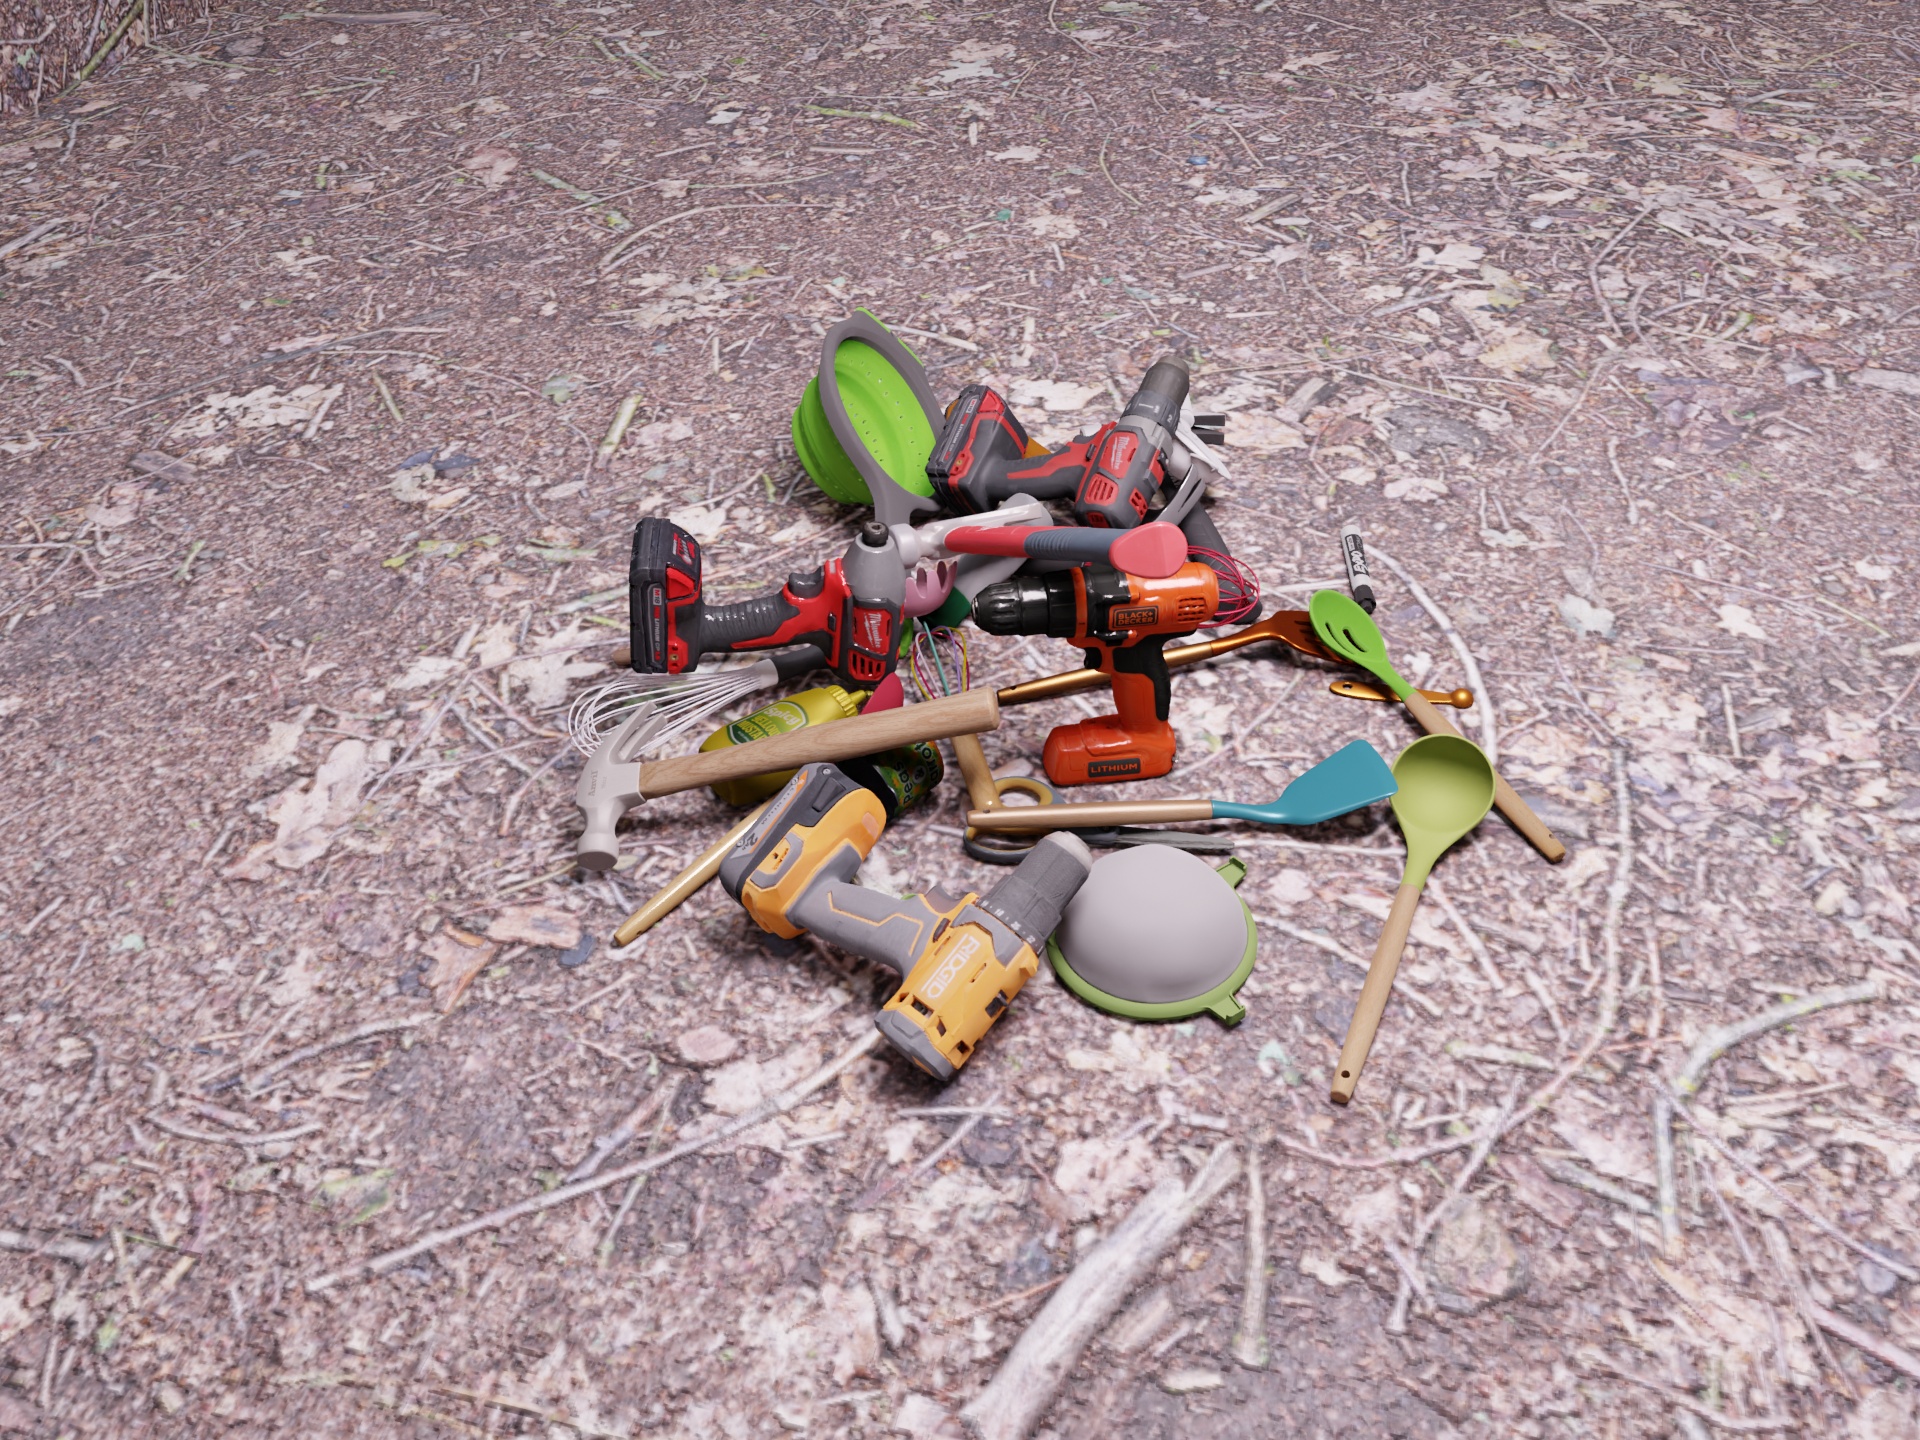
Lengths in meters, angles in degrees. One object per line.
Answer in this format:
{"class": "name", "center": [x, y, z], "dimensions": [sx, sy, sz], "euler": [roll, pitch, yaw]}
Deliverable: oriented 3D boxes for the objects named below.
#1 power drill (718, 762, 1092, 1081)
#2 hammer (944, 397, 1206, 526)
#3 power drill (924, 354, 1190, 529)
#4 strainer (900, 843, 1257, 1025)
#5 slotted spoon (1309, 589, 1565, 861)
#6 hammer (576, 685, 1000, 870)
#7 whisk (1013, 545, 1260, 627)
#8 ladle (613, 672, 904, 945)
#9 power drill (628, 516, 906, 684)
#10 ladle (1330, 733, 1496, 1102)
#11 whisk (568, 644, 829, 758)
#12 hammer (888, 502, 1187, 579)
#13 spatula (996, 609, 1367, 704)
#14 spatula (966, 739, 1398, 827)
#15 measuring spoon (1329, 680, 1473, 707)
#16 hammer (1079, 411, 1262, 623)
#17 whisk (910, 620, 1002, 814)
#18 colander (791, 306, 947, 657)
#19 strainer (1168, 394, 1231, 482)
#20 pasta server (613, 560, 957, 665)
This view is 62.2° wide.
{"class": "power drill", "center": [-0.035, 0.115, 1.100], "dimensions": [0.226, 0.084, 0.185], "euler": [32, 75, 33]}
{"class": "hammer", "center": [0.092, -0.253, 1.564], "dimensions": [0.127, 0.034, 0.337], "euler": [-46, 46, -3]}
{"class": "power drill", "center": [0.099, -0.264, 1.493], "dimensions": [0.227, 0.080, 0.188], "euler": [11, 68, 35]}
{"class": "strainer", "center": [0.082, 0.127, 1.117], "dimensions": [0.256, 0.069, 0.152], "euler": [5, 41, 7]}
{"class": "slotted spoon", "center": [0.373, 0.000, 1.266], "dimensions": [0.070, 0.031, 0.314], "euler": [-3, 41, -31]}
{"class": "hammer", "center": [-0.133, 0.022, 1.201], "dimensions": [0.331, 0.031, 0.130], "euler": [-12, 53, 10]}
{"class": "whisk", "center": [0.129, -0.130, 1.410], "dimensions": [0.296, 0.073, 0.073], "euler": [13, 42, 35]}
{"class": "ladle", "center": [-0.145, 0.067, 1.226], "dimensions": [0.031, 0.069, 0.315], "euler": [38, 60, 18]}
{"class": "power drill", "center": [-0.153, -0.100, 1.283], "dimensions": [0.219, 0.143, 0.079], "euler": [2, 39, -8]}
{"class": "ladle", "center": [0.307, 0.130, 1.110], "dimensions": [0.078, 0.062, 0.320], "euler": [11, 45, 24]}
{"class": "whisk", "center": [-0.194, -0.030, 1.336], "dimensions": [0.284, 0.070, 0.070], "euler": [-21, 43, -26]}
{"class": "hammer", "center": [0.073, -0.136, 1.190], "dimensions": [0.143, 0.038, 0.386], "euler": [-13, 12, -21]}
{"class": "spatula", "center": [0.189, -0.048, 1.353], "dimensions": [0.322, 0.041, 0.081], "euler": [-13, 42, -4]}
{"class": "spatula", "center": [0.162, 0.058, 1.194], "dimensions": [0.317, 0.044, 0.082], "euler": [-3, 29, -5]}
{"class": "measuring spoon", "center": [0.365, -0.025, 1.318], "dimensions": [0.117, 0.011, 0.021], "euler": [6, 41, 11]}
{"class": "hammer", "center": [0.223, -0.201, 1.518], "dimensions": [0.146, 0.035, 0.335], "euler": [-9, 41, -5]}
{"class": "whisk", "center": [-0.001, -0.005, 1.290], "dimensions": [0.047, 0.051, 0.245], "euler": [-8, 39, -9]}
{"class": "colander", "center": [-0.094, -0.212, 1.510], "dimensions": [0.094, 0.204, 0.398], "euler": [-25, 50, 28]}
{"class": "strainer", "center": [0.221, -0.290, 1.564], "dimensions": [0.086, 0.050, 0.259], "euler": [36, 29, -20]}
{"class": "pasta server", "center": [-0.153, -0.088, 1.374], "dimensions": [0.316, 0.040, 0.060], "euler": [-10, 12, 11]}
